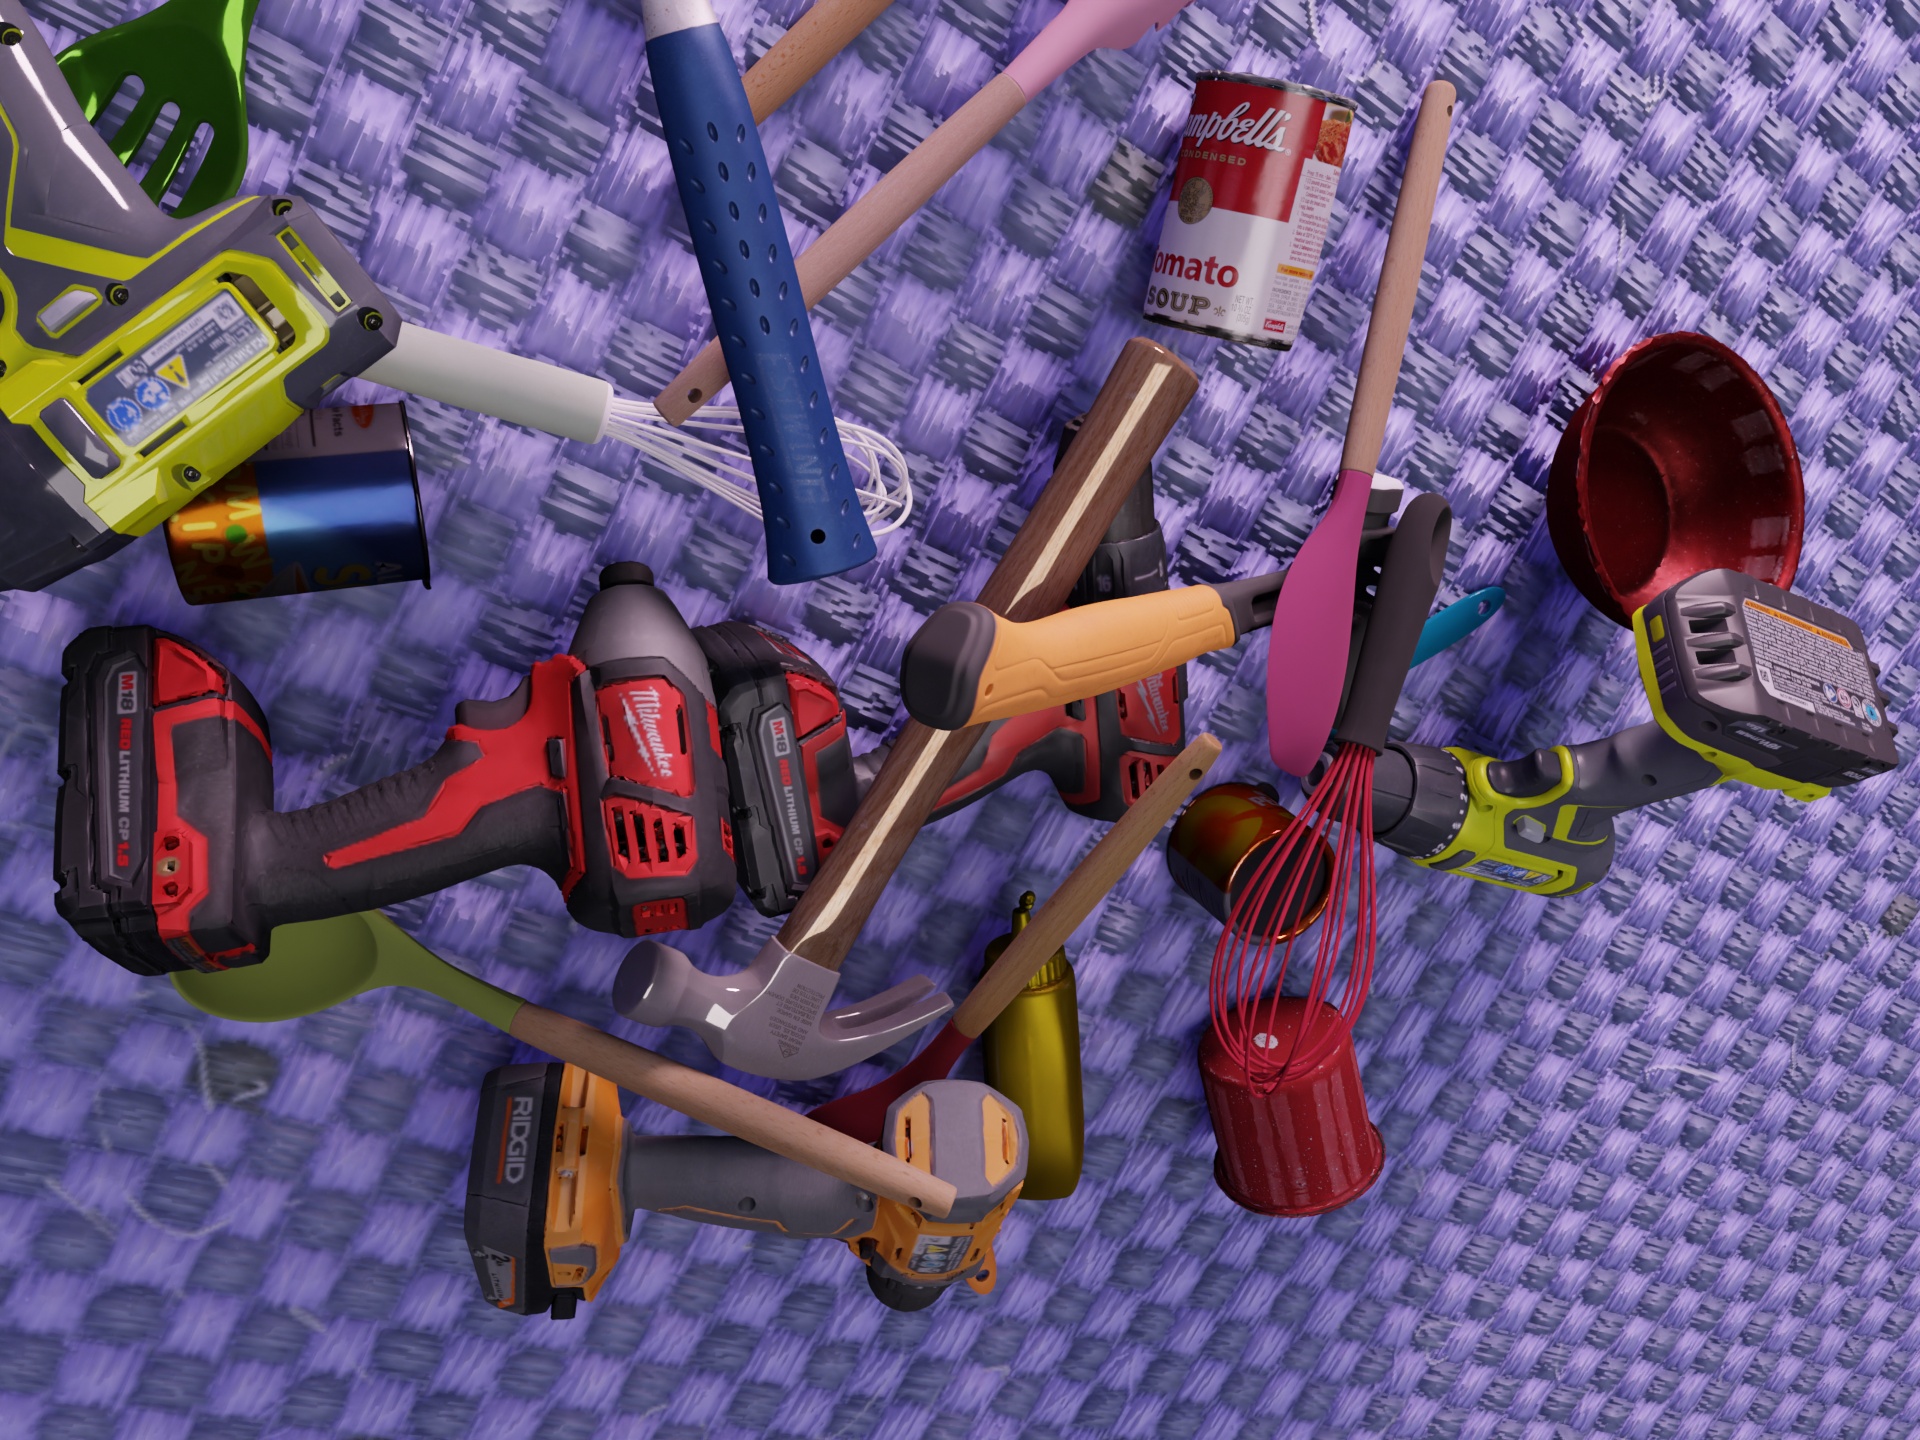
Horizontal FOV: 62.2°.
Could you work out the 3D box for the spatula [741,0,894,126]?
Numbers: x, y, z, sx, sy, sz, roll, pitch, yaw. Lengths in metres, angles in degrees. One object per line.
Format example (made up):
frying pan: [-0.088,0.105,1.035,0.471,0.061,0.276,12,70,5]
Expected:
spatula: [0.011,-0.317,0.598,0.317,0.044,0.082,-44,124,0]

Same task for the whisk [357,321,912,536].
whisk: [-0.132,-0.118,0.618,0.246,0.059,0.057,13,144,-22]

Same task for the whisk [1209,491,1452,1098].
whisk: [0.179,0.031,0.738,0.073,0.073,0.296,23,81,-29]

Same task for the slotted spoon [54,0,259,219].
slotted spoon: [-0.208,-0.286,0.524,0.070,0.031,0.314,35,93,-12]

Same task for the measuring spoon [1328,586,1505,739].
measuring spoon: [0.233,-0.031,0.816,0.128,0.021,0.042,-32,119,-7]

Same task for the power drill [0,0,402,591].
power drill: [-0.307,-0.157,0.475,0.171,0.080,0.223,-39,105,-5]

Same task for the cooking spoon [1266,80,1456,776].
cooking spoon: [0.178,-0.131,0.695,0.068,0.017,0.319,22,79,-49]

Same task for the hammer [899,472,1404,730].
hammer: [0.091,-0.033,0.659,0.337,0.034,0.127,-15,120,-50]

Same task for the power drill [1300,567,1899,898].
power drill: [0.299,0.017,0.771,0.190,0.228,0.080,15,60,-27]

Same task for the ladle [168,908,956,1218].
ladle: [-0.154,0.134,0.620,0.320,0.062,0.078,22,126,4]

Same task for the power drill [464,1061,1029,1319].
power drill: [-0.093,0.219,0.708,0.226,0.084,0.185,3,143,-8]

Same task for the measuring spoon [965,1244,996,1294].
measuring spoon: [0.003,0.263,0.841,0.021,0.011,0.116,-21,117,-14]

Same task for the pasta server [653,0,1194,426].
pasta server: [-0.002,-0.226,0.617,0.316,0.040,0.060,-45,120,-6]

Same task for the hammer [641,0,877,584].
hammer: [-0.091,-0.246,0.539,0.144,0.035,0.405,-18,109,-13]

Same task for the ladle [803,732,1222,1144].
ladle: [0.018,0.122,0.727,0.069,0.031,0.315,27,116,-24]

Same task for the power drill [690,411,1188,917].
power drill: [-0.004,-0.025,0.691,0.226,0.080,0.187,-16,115,-20]

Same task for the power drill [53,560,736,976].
power drill: [-0.197,0.015,0.579,0.219,0.078,0.143,-5,70,-10]

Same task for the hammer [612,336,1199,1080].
hammer: [-0.001,-0.002,0.639,0.130,0.031,0.331,30,92,-33]
